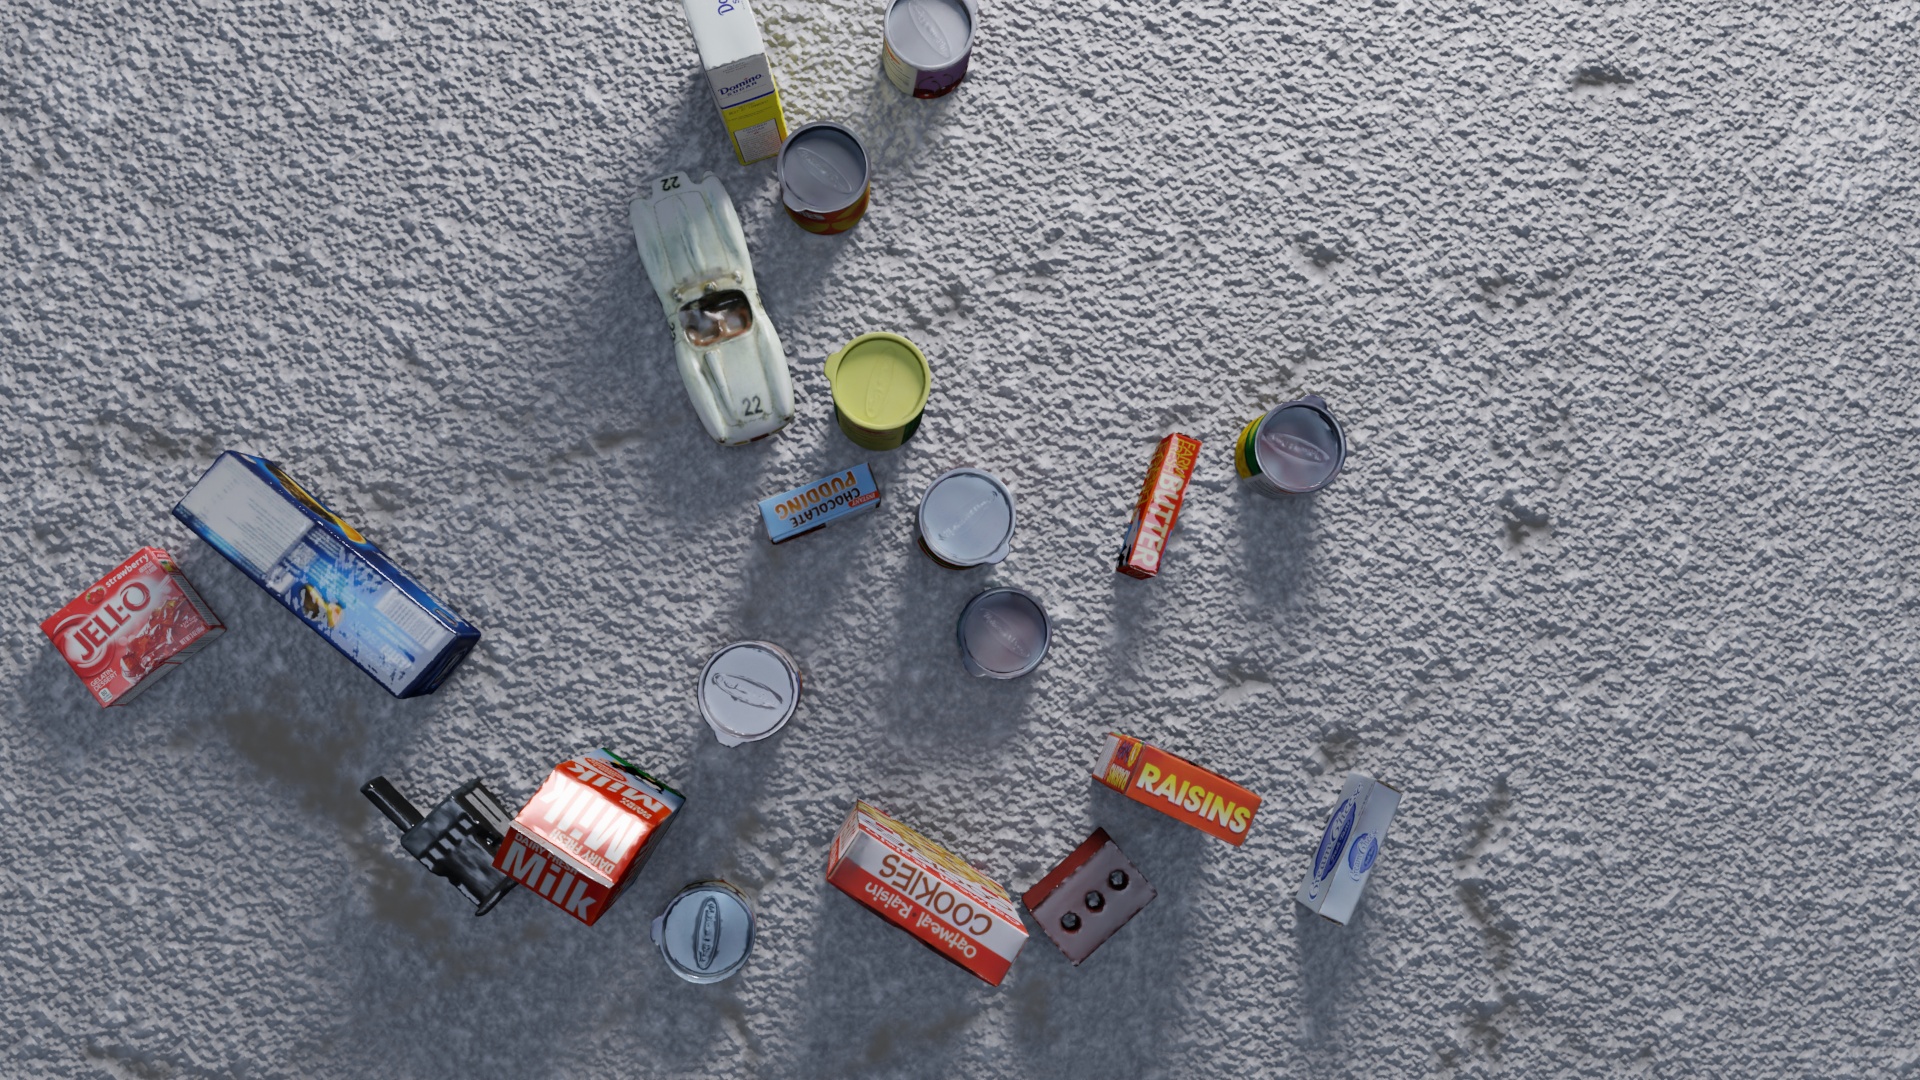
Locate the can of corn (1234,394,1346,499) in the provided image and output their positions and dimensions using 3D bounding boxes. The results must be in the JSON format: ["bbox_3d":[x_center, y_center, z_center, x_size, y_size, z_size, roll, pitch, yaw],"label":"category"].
[{"bbox_3d":[0.238,-0.067,1.005,0.071,0.058,0.071,0,86,-4],"label":"can of corn"}]

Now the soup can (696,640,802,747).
[{"bbox_3d":[-0.144,0.104,0.950,0.071,0.083,0.071,0,86,-4],"label":"soup can"}]

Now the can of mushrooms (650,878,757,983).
[{"bbox_3d":[-0.176,0.268,0.960,0.071,0.033,0.071,0,86,-4],"label":"can of mushrooms"}]

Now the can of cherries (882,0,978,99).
[{"bbox_3d":[-0.021,-0.363,1.009,0.071,0.058,0.071,0,86,-4],"label":"can of cherries"}]

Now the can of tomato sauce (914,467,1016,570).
[{"bbox_3d":[0.003,-0.012,0.971,0.071,0.083,0.071,0,86,-4],"label":"can of tomato sauce"}]

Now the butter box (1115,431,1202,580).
[{"bbox_3d":[0.142,-0.024,0.997,0.024,0.053,0.103,20,84,-3],"label":"butter box"}]

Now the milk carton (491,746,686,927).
[{"bbox_3d":[-0.235,0.186,0.883,0.072,0.190,0.073,32,85,-1],"label":"milk carton"}]

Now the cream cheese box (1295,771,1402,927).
[{"bbox_3d":[0.276,0.218,0.988,0.024,0.053,0.104,25,84,-2],"label":"cream cheese box"}]

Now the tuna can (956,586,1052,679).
[{"bbox_3d":[0.029,0.068,0.991,0.071,0.033,0.071,0,86,-4],"label":"tuna can"}]

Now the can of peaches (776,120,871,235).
[{"bbox_3d":[-0.099,-0.257,0.995,0.071,0.058,0.071,0,86,-4],"label":"can of peaches"}]

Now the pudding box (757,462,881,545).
[{"bbox_3d":[-0.099,-0.025,0.981,0.084,0.049,0.030,-21,88,-6],"label":"pudding box"}]

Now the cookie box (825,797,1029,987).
[{"bbox_3d":[-0.026,0.225,0.907,0.123,0.167,0.040,32,85,-1],"label":"cookie box"}]

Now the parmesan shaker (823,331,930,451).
[{"bbox_3d":[-0.059,-0.102,0.963,0.071,0.103,0.071,0,86,-4],"label":"parmesan shaker"}]

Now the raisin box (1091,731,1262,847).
[{"bbox_3d":[0.145,0.167,0.947,0.086,0.123,0.040,26,85,-2],"label":"raisin box"}]
